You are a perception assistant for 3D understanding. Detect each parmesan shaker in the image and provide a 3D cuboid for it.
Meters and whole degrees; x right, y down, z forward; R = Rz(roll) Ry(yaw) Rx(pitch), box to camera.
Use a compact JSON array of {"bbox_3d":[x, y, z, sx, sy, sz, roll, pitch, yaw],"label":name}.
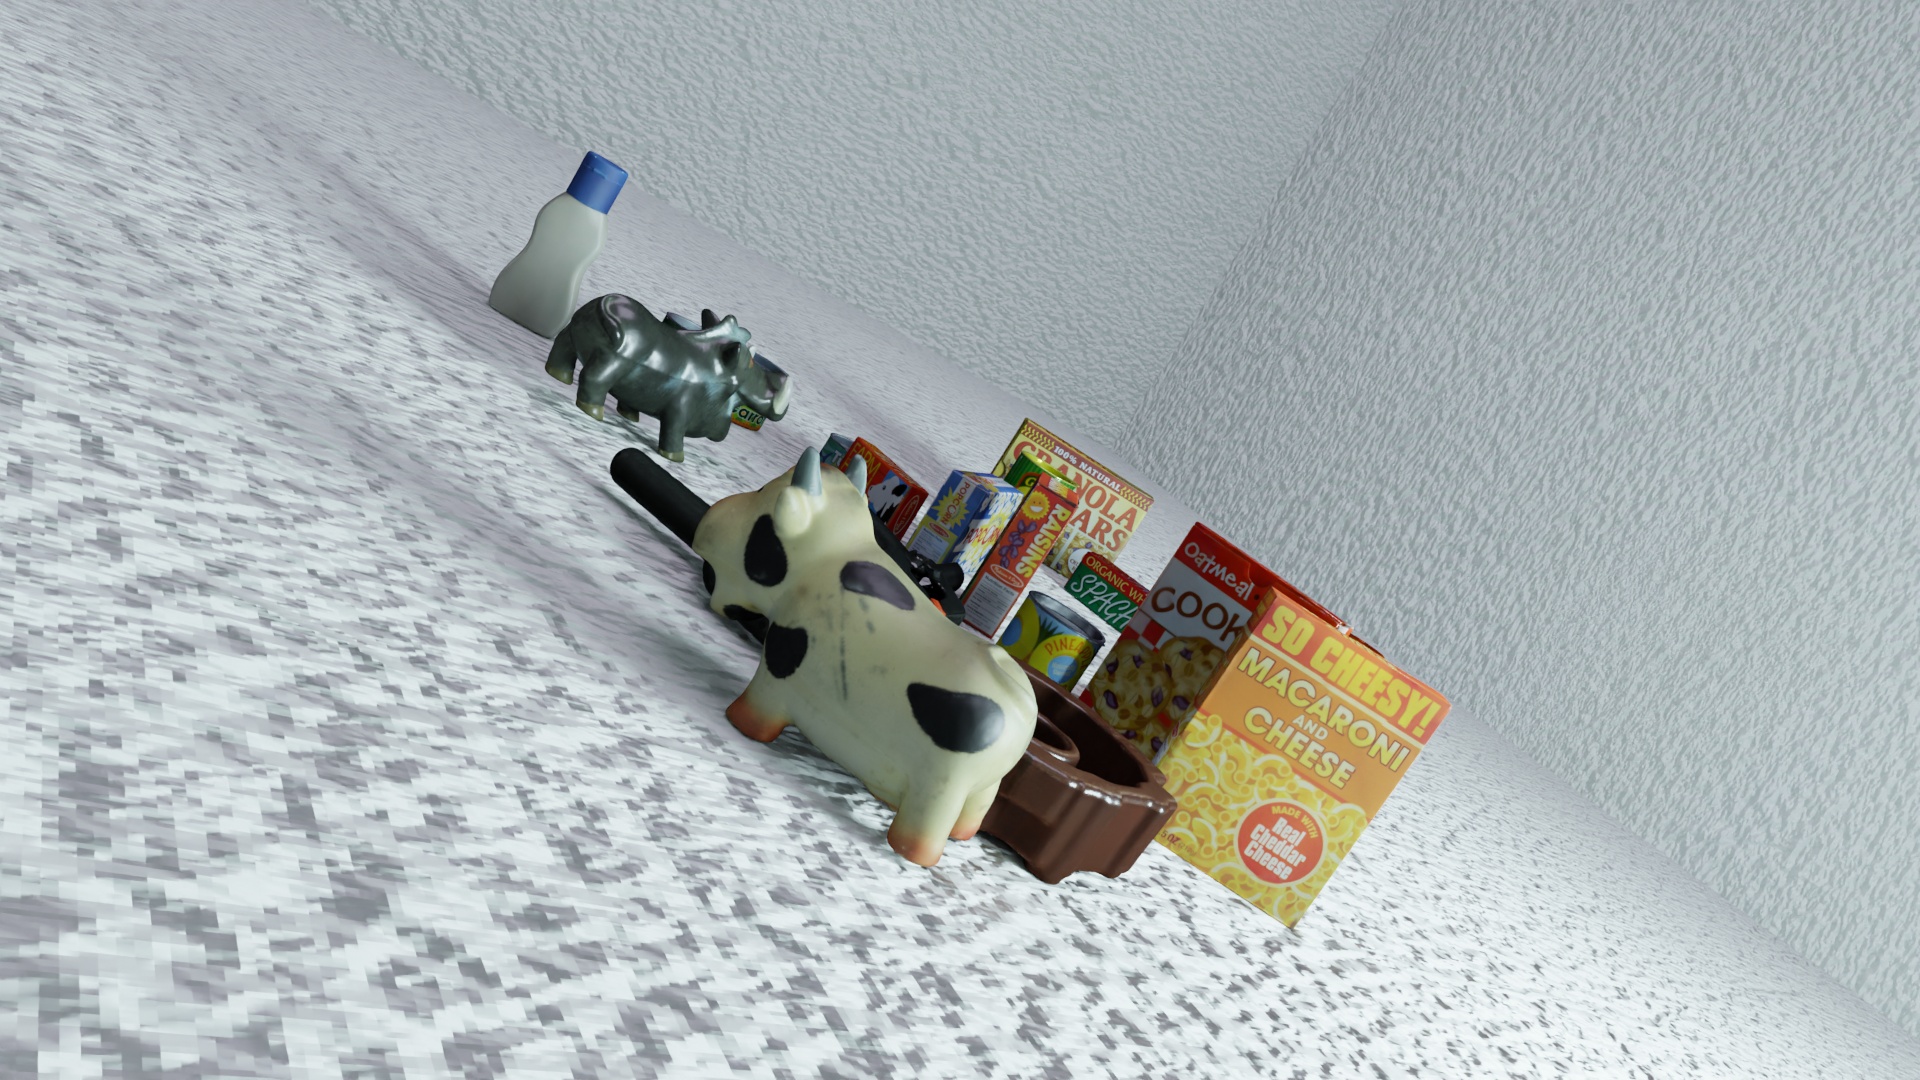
[{"bbox_3d":[0.064,-0.028,1.393,0.071,0.103,0.071,31,10,-6],"label":"parmesan shaker"}]

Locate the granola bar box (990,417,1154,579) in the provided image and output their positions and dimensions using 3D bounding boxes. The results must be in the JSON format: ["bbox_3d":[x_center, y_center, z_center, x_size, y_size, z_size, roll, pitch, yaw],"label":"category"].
[{"bbox_3d":[0.108,-0.038,1.512,0.165,0.124,0.039,32,9,-3],"label":"granola bar box"}]

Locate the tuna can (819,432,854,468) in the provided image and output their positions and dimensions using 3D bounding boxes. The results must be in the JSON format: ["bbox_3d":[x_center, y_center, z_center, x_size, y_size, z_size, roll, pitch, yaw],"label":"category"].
[{"bbox_3d":[-0.101,-0.069,1.290,0.071,0.032,0.071,31,10,-6],"label":"tuna can"}]

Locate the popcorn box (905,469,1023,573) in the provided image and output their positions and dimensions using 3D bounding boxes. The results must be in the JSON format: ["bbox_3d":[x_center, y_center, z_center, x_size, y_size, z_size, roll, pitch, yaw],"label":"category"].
[{"bbox_3d":[0.004,-0.015,1.198,0.038,0.085,0.127,35,10,13],"label":"popcorn box"}]

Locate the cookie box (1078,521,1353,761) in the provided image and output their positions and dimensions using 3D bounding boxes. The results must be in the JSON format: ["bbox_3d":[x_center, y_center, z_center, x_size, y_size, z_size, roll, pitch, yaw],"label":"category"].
[{"bbox_3d":[0.168,0.091,0.949,0.123,0.167,0.040,37,11,28],"label":"cookie box"}]

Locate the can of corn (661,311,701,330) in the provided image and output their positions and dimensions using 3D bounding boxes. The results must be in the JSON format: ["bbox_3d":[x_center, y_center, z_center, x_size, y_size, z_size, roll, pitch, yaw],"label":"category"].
[{"bbox_3d":[-0.240,-0.157,1.215,0.071,0.058,0.071,31,10,-6],"label":"can of corn"}]

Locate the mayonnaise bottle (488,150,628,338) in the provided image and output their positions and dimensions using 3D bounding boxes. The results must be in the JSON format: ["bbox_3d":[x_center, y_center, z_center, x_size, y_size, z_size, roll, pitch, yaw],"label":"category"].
[{"bbox_3d":[-0.318,-0.240,1.117,0.065,0.148,0.041,30,10,-12],"label":"mayonnaise bottle"}]

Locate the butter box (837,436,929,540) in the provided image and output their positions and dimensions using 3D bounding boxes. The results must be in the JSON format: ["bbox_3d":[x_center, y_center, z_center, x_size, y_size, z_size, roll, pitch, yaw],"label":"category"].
[{"bbox_3d":[-0.072,-0.045,1.201,0.024,0.053,0.104,24,13,-42],"label":"butter box"}]

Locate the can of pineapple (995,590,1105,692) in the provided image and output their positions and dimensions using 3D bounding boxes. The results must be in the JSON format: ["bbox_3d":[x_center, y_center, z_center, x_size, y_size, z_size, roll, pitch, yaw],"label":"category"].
[{"bbox_3d":[0.063,0.078,1.005,0.071,0.057,0.071,31,10,-6],"label":"can of pineapple"}]

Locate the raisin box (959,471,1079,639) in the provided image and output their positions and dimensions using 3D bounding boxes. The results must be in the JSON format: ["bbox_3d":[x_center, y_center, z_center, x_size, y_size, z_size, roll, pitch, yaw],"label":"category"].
[{"bbox_3d":[0.045,0.010,1.092,0.040,0.123,0.086,33,9,1],"label":"raisin box"}]

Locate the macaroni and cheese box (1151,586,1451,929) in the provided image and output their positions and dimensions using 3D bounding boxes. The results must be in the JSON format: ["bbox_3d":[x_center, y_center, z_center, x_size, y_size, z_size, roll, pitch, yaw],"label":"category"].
[{"bbox_3d":[0.194,0.130,0.842,0.124,0.166,0.040,33,9,3],"label":"macaroni and cheese box"}]

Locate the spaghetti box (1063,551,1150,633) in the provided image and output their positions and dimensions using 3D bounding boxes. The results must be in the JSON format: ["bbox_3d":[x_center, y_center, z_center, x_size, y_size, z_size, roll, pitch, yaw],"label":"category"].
[{"bbox_3d":[0.206,0.096,1.381,0.250,0.050,0.028,38,11,32],"label":"spaghetti box"}]

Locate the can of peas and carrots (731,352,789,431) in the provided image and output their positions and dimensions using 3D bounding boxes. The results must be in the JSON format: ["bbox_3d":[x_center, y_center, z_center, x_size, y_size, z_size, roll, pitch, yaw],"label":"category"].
[{"bbox_3d":[-0.196,-0.139,1.263,0.071,0.058,0.071,31,10,-6],"label":"can of peas and carrots"}]

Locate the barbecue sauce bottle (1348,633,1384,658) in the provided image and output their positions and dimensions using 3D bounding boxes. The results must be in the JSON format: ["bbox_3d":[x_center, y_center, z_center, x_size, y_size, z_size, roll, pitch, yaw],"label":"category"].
[{"bbox_3d":[0.271,0.141,1.078,0.044,0.148,0.065,33,9,2],"label":"barbecue sauce bottle"}]
